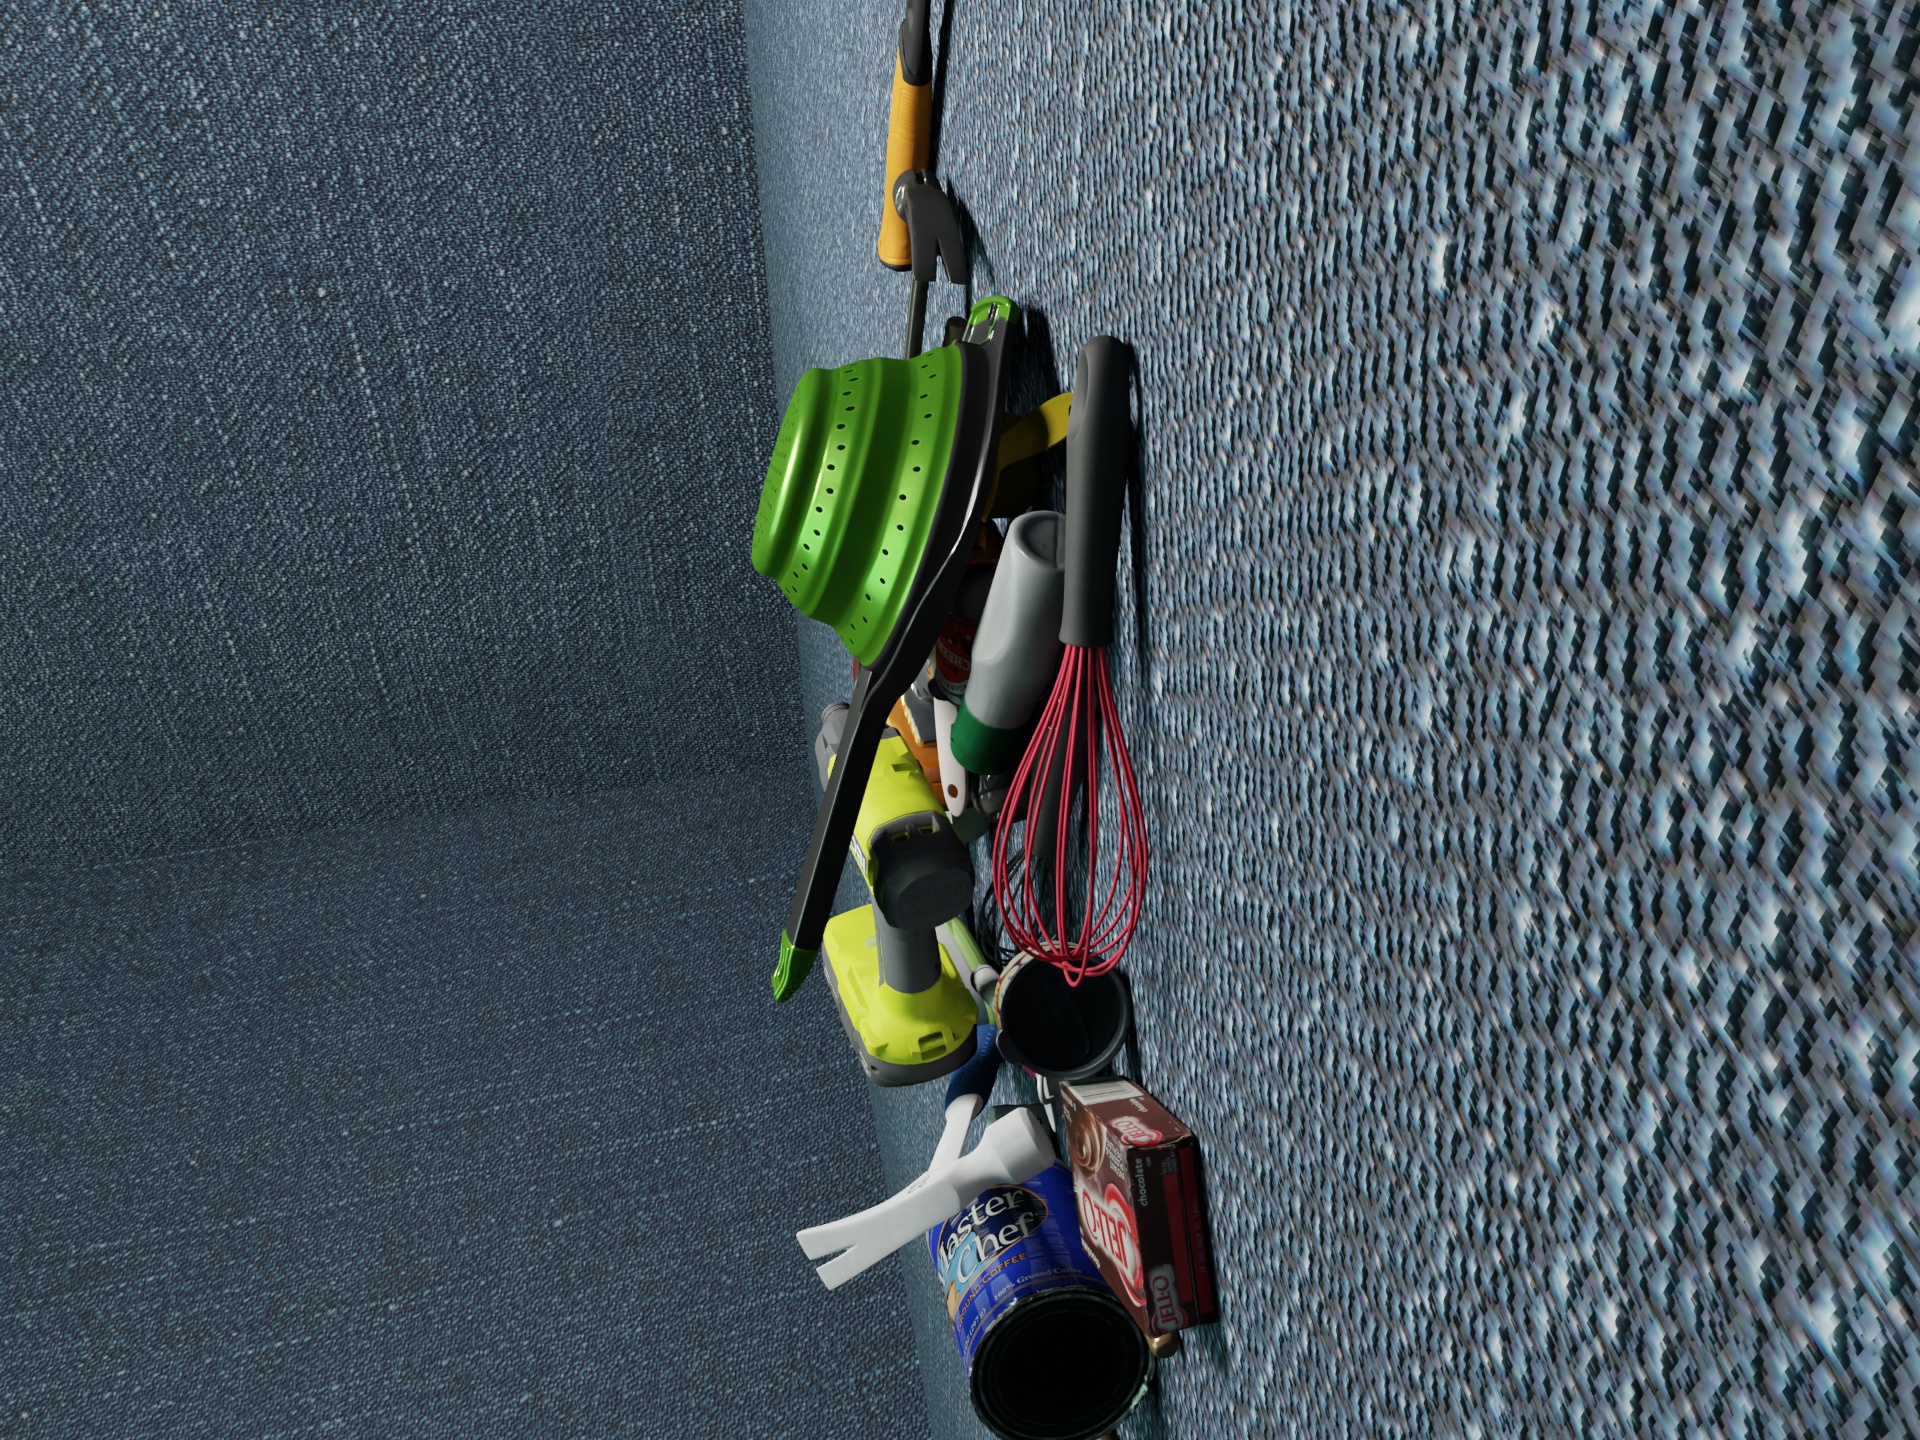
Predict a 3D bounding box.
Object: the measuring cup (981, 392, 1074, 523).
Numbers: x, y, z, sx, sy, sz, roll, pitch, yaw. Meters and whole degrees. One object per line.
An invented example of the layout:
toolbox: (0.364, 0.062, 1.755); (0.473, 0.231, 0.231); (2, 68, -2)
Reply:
measuring cup: (0.040, -0.139, 0.799); (0.156, 0.029, 0.062); (170, 97, -70)

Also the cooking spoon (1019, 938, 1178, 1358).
cooking spoon: (0.070, 0.235, 0.920); (0.319, 0.017, 0.068); (-112, 32, -59)

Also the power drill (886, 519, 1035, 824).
power drill: (-0.002, -0.003, 1.003); (0.226, 0.084, 0.185); (116, 144, -68)

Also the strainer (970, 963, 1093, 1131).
strainer: (0.039, 0.178, 0.950); (0.258, 0.050, 0.087); (-159, 58, -78)

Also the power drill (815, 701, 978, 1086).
power drill: (-0.045, 0.108, 0.999); (0.171, 0.080, 0.223); (-121, 22, -44)

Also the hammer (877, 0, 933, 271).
hammer: (-0.031, -0.398, 0.974); (0.336, 0.034, 0.127); (103, 157, -68)

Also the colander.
colander: (-0.076, -0.042, 0.847); (0.205, 0.094, 0.397); (-129, 55, -74)

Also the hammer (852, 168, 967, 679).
hammer: (-0.038, -0.162, 1.041); (0.149, 0.036, 0.358); (-100, 14, -50)

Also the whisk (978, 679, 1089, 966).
whisk: (0.044, 0.062, 0.861); (0.238, 0.055, 0.055); (98, 163, -47)

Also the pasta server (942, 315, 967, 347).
pasta server: (-0.010, -0.147, 1.106); (0.316, 0.040, 0.060); (98, 162, -49)

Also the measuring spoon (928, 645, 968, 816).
measuring spoon: (-0.012, -0.006, 0.894); (0.034, 0.018, 0.124); (-6, 92, 45)

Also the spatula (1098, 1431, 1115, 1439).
spatula: (0.073, 0.406, 1.061); (0.316, 0.018, 0.059); (-109, 15, -57)

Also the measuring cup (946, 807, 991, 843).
measuring cup: (-0.014, 0.010, 1.168); (0.083, 0.038, 0.168); (132, 126, -69)

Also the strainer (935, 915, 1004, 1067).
strainer: (-0.037, 0.166, 1.210); (0.152, 0.069, 0.256); (45, 154, 36)

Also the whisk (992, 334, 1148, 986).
whisk: (0.053, -0.017, 0.694); (0.073, 0.073, 0.295); (-118, 28, -67)

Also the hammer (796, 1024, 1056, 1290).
hammer: (-0.004, 0.251, 1.007); (0.035, 0.144, 0.405); (59, -176, 3)
